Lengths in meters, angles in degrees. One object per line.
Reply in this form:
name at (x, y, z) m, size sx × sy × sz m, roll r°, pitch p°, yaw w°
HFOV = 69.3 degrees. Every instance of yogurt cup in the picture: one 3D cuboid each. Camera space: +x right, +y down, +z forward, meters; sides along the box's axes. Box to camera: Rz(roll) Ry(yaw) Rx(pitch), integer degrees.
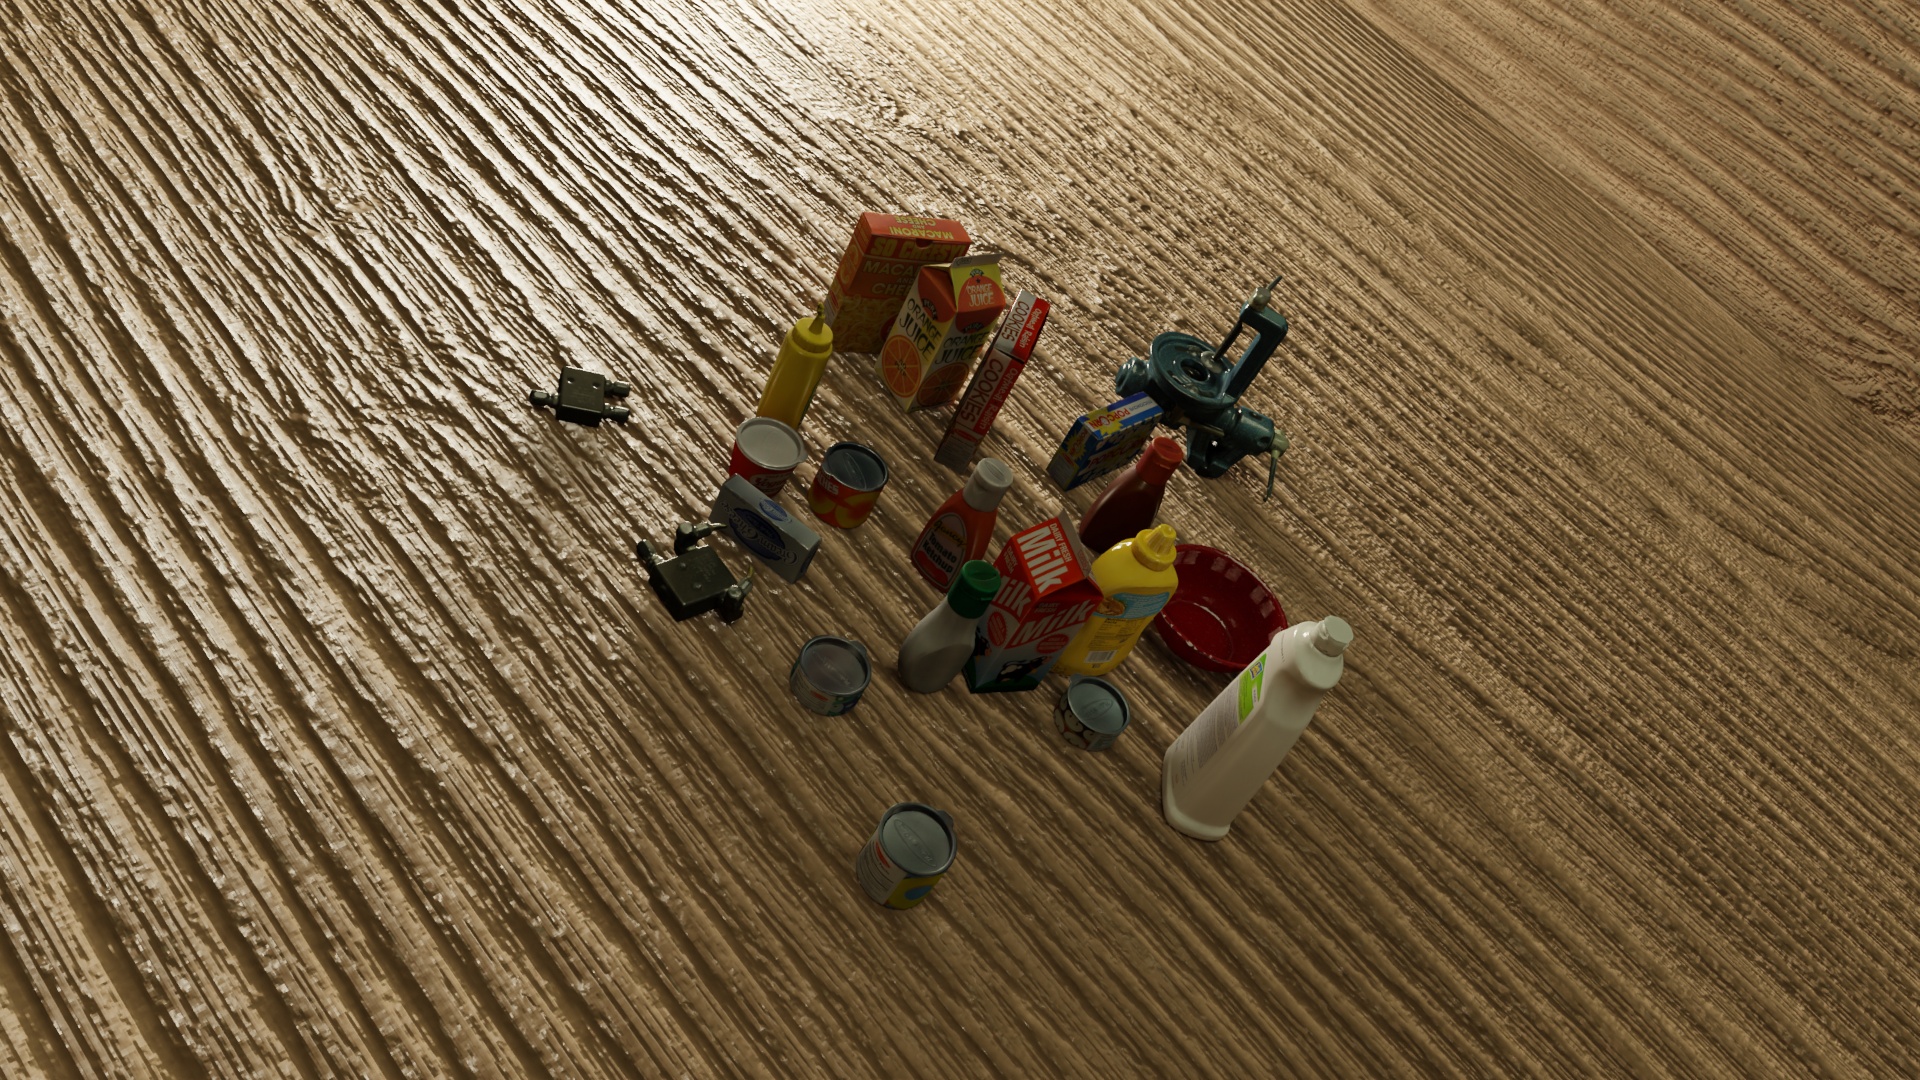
yogurt cup at (-0.191, -0.078, 1.343) m, size 0.072 × 0.053 × 0.073 m, roll 16°, pitch 44°, yaw -16°

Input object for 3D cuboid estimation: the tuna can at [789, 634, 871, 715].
tuna can at (-0.112, 0.117, 1.215) m, size 0.071 × 0.032 × 0.071 m, roll 16°, pitch 44°, yaw -16°

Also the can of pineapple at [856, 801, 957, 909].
can of pineapple at (-0.042, 0.251, 1.107) m, size 0.071 × 0.057 × 0.071 m, roll 16°, pitch 44°, yaw -16°

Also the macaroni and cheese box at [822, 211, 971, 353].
macaroni and cheese box at (-0.075, -0.277, 1.518) m, size 0.124 × 0.165 × 0.040 m, roll -3°, pitch 51°, yaw -32°

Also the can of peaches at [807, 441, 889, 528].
can of peaches at (-0.113, -0.054, 1.362) m, size 0.071 × 0.057 × 0.071 m, roll 16°, pitch 44°, yaw -16°

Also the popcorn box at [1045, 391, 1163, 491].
popcorn box at (0.162, -0.112, 1.555) m, size 0.127 × 0.084 × 0.038 m, roll -24°, pitch 65°, yaw -43°

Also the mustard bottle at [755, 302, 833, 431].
mustard bottle at (-0.159, -0.170, 1.371) m, size 0.049 × 0.159 × 0.066 m, roll 22°, pitch 42°, yaw -10°

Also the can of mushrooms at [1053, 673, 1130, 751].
can of mushrooms at (0.122, 0.161, 1.306) m, size 0.071 × 0.033 × 0.071 m, roll 16°, pitch 44°, yaw -16°

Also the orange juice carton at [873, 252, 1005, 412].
orange juice carton at (-0.016, -0.232, 1.489) m, size 0.072 × 0.191 × 0.073 m, roll -15°, pitch 59°, yaw -39°

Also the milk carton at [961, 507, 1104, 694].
milk carton at (0.065, 0.057, 1.257) m, size 0.073 × 0.189 × 0.072 m, roll 0°, pitch 50°, yaw -30°

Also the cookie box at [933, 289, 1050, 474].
cookie box at (0.034, -0.168, 1.474) m, size 0.040 × 0.166 × 0.123 m, roll 27°, pitch 42°, yaw -4°

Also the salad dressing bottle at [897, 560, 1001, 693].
salad dressing bottle at (-0.009, 0.077, 1.228) m, size 0.064 × 0.146 × 0.044 m, roll -2°, pitch 51°, yaw -31°

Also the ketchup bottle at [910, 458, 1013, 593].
ketchup bottle at (0.005, -0.017, 1.325) m, size 0.065 × 0.148 × 0.044 m, roll 45°, pitch 44°, yaw 15°

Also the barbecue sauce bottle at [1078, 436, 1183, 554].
barbecue sauce bottle at (0.182, -0.045, 1.454) m, size 0.065 × 0.147 × 0.044 m, roll 20°, pitch 43°, yaw -12°

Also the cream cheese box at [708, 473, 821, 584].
cream cheese box at (-0.181, -0.010, 1.284) m, size 0.104 × 0.053 × 0.024 m, roll 37°, pitch 42°, yaw 7°
